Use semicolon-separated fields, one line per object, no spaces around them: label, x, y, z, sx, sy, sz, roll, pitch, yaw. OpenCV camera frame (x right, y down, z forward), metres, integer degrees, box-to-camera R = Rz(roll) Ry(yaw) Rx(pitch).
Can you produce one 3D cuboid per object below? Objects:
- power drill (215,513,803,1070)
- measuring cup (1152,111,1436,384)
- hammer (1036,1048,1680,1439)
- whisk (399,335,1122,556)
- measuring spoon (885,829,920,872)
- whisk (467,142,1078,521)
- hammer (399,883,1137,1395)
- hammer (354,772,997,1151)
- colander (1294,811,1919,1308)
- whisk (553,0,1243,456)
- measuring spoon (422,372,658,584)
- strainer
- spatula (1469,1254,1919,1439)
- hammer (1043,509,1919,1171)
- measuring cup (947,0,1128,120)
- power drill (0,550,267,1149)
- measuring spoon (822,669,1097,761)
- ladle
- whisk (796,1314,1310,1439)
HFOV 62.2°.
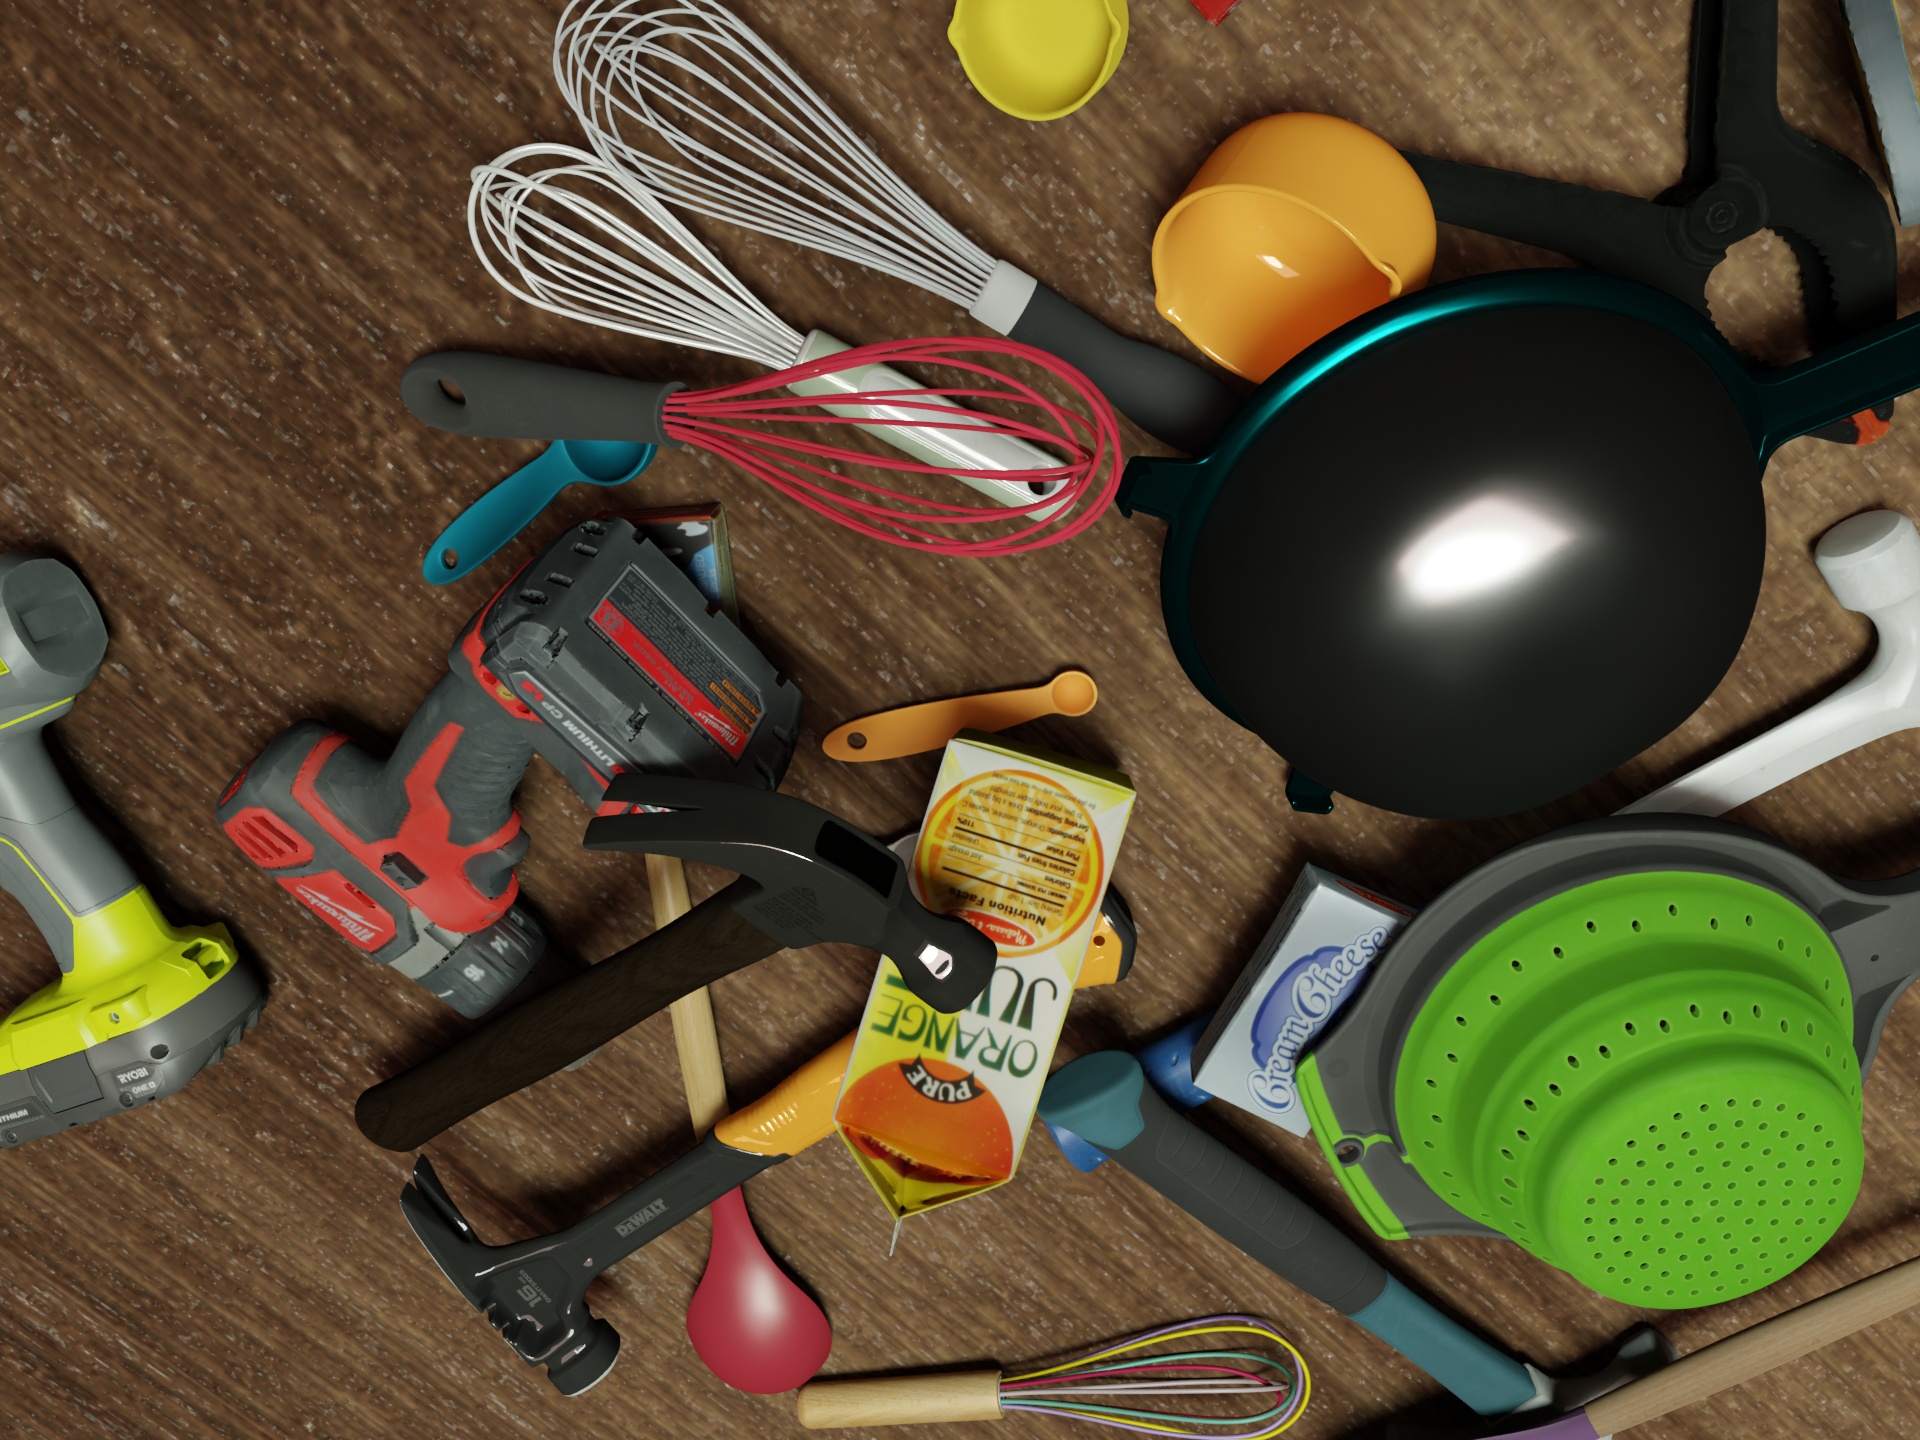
power drill;-0.164;0.045;0.623;0.226;0.080;0.187;-31;112;33
measuring cup;0.137;-0.134;0.560;0.095;0.052;0.173;7;148;46
hammer;0.166;0.239;0.690;0.330;0.033;0.128;39;110;-19
whisk;-0.082;-0.102;0.547;0.296;0.073;0.073;11;114;26
measuring spoon;-0.057;0.053;0.672;0.124;0.018;0.034;9;112;9
whisk;-0.065;-0.137;0.581;0.246;0.059;0.058;27;83;-10
hammer;-0.075;0.162;0.681;0.337;0.034;0.127;-33;106;8
hammer;-0.145;0.109;0.607;0.130;0.031;0.331;40;131;-23
colander;0.325;0.107;0.568;0.397;0.095;0.204;-26;114;9
whisk;-0.013;-0.166;0.563;0.284;0.070;0.070;29;111;-12
measuring spoon;-0.164;-0.090;0.625;0.128;0.021;0.042;-32;86;24
strainer;0.235;-0.059;0.514;0.340;0.095;0.210;-24;133;16
spatula;0.300;0.297;0.694;0.316;0.018;0.059;-33;118;15
hammer;0.215;0.082;0.646;0.405;0.035;0.144;-32;105;15
measuring cup;0.024;-0.277;0.510;0.062;0.029;0.156;9;124;23
power drill;-0.418;0.060;0.670;0.190;0.080;0.228;-19;106;11
measuring spoon;-0.001;-0.002;0.647;0.117;0.011;0.021;-13;113;13
ladle;-0.110;0.183;0.718;0.069;0.031;0.315;-5;109;5
whisk;0.041;0.320;0.749;0.245;0.051;0.047;-8;116;11
